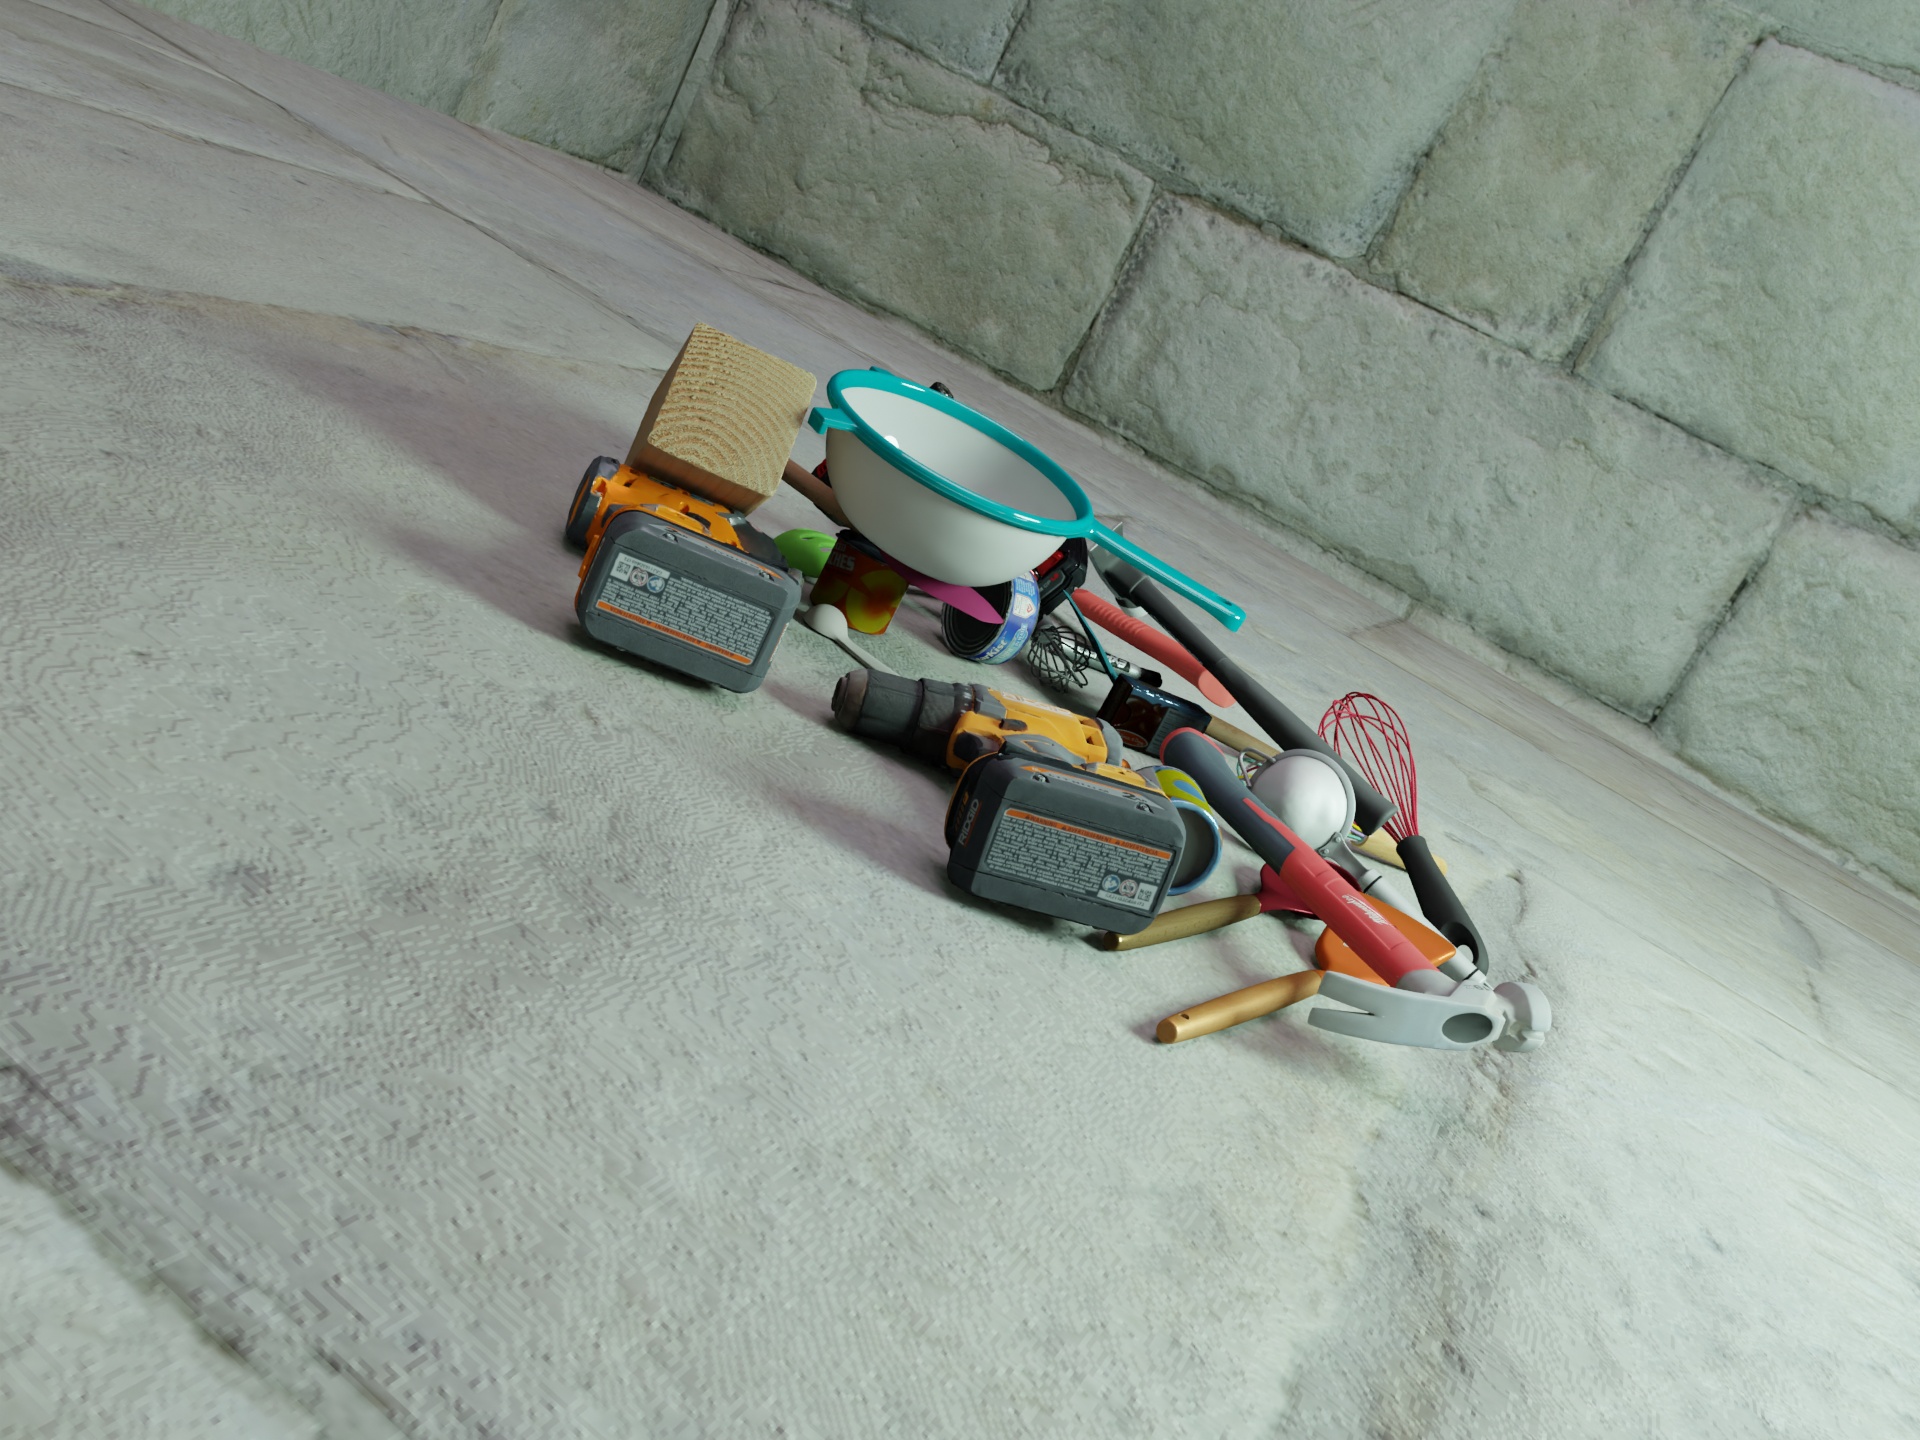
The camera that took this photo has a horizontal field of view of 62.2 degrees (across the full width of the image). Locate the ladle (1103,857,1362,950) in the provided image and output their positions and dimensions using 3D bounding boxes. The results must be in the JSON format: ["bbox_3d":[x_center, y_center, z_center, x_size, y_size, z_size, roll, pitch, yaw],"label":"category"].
[{"bbox_3d":[0.172,0.118,0.993,0.069,0.031,0.315,31,18,30],"label":"ladle"}]

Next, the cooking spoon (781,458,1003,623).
[{"bbox_3d":[-0.089,-0.160,1.217,0.319,0.017,0.068,37,19,26],"label":"cooking spoon"}]

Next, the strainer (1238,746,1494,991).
[{"bbox_3d":[0.285,0.108,1.133,0.259,0.087,0.050,47,15,21],"label":"strainer"}]

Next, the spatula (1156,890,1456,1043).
[{"bbox_3d":[0.196,0.147,0.920,0.081,0.041,0.322,31,17,31],"label":"spatula"}]

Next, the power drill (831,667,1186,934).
[{"bbox_3d":[0.021,0.031,0.928,0.185,0.084,0.226,16,15,-13],"label":"power drill"}]

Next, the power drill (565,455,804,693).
[{"bbox_3d":[-0.165,-0.095,1.009,0.164,0.084,0.227,21,14,-20],"label":"power drill"}]

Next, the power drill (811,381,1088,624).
[{"bbox_3d":[-0.003,-0.173,1.313,0.219,0.143,0.079,38,27,-22],"label":"power drill"}]

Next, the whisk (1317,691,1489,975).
[{"bbox_3d":[0.338,0.081,1.218,0.073,0.073,0.296,19,36,-27],"label":"whisk"}]

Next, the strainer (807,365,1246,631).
[{"bbox_3d":[0.038,-0.128,1.146,0.340,0.095,0.211,30,23,-2],"label":"strainer"}]

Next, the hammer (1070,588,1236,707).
[{"bbox_3d":[0.140,-0.104,1.545,0.149,0.036,0.359,9,20,-46],"label":"hammer"}]

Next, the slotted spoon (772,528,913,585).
[{"bbox_3d":[-0.044,-0.128,1.378,0.070,0.031,0.313,41,21,33],"label":"slotted spoon"}]

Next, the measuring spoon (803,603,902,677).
[{"bbox_3d":[-0.064,-0.050,1.138,0.124,0.018,0.034,37,19,27],"label":"measuring spoon"}]

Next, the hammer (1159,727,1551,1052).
[{"bbox_3d":[0.200,0.089,1.007,0.143,0.038,0.387,9,19,-21],"label":"hammer"}]

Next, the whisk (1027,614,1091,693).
[{"bbox_3d":[0.072,-0.073,1.383,0.055,0.055,0.239,24,13,-13],"label":"whisk"}]

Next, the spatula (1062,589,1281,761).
[{"bbox_3d":[0.201,-0.013,1.353,0.317,0.044,0.082,26,22,-31],"label":"spatula"}]

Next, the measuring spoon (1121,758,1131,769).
[{"bbox_3d":[0.103,0.040,1.141,0.021,0.011,0.117,32,17,14],"label":"measuring spoon"}]

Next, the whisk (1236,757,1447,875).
[{"bbox_3d":[0.304,0.085,1.282,0.244,0.047,0.051,23,29,-30],"label":"whisk"}]

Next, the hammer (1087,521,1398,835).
[{"bbox_3d":[0.217,-0.032,1.251,0.335,0.035,0.146,48,1,30],"label":"hammer"}]
